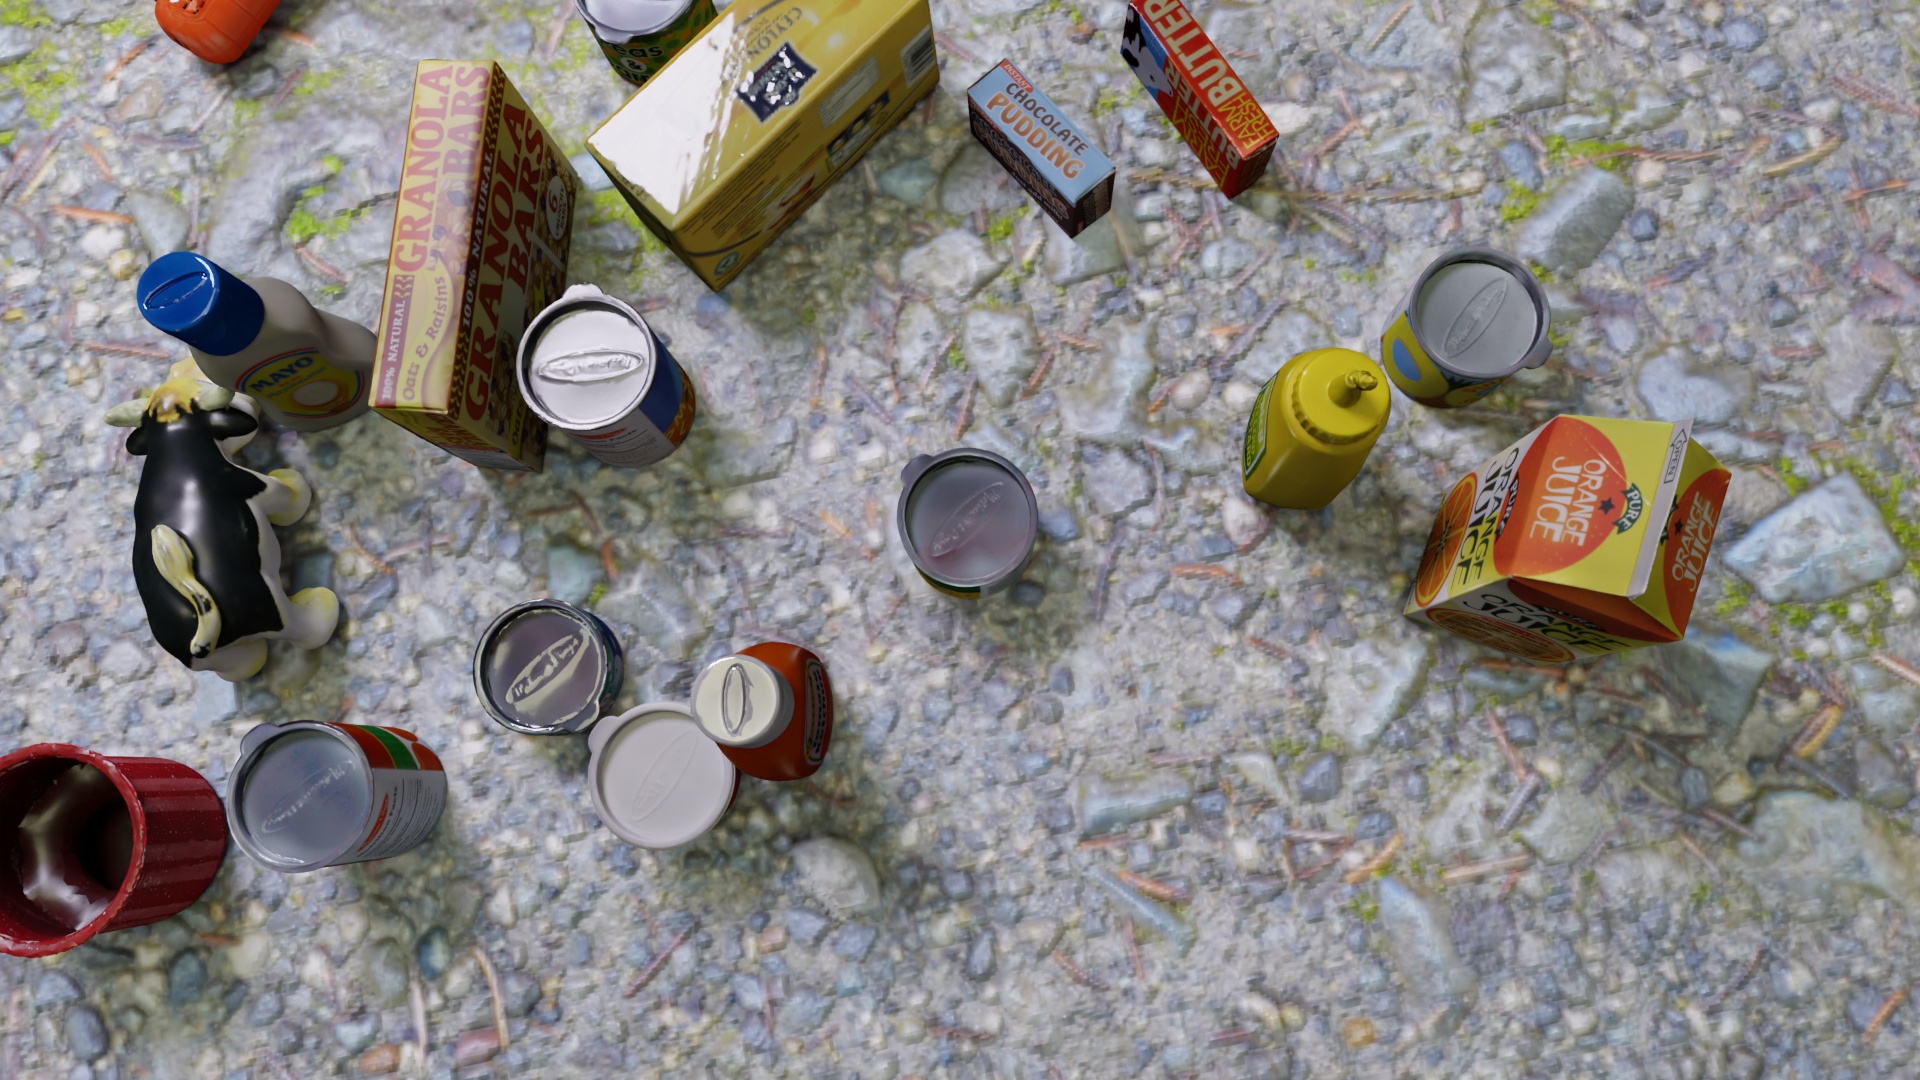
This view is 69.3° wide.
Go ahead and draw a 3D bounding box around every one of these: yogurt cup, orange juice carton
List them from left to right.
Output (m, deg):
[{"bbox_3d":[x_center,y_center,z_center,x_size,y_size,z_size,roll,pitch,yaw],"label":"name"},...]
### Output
[{"bbox_3d":[-0.136,0.112,0.661,0.072,0.054,0.072,0,80,2],"label":"yogurt cup"},{"bbox_3d":[0.260,0.003,0.597,0.073,0.192,0.072,20,82,5],"label":"orange juice carton"}]

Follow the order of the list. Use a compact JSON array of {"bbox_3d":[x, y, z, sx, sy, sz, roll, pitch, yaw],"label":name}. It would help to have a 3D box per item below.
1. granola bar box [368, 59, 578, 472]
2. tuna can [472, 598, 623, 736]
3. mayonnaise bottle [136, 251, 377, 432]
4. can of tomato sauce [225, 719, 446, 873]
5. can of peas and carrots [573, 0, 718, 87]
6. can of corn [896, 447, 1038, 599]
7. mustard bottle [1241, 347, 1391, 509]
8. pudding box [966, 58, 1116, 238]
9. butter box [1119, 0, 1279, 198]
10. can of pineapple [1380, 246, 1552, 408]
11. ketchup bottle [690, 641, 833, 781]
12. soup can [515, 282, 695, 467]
[{"bbox_3d":[-0.231,-0.127,0.671,0.039,0.124,0.165,3,80,3],"label":"granola bar box"},{"bbox_3d":[-0.200,0.065,0.682,0.071,0.033,0.071,0,80,2],"label":"tuna can"},{"bbox_3d":[-0.327,-0.093,0.656,0.065,0.148,0.041,-29,81,-3],"label":"mayonnaise bottle"},{"bbox_3d":[-0.290,0.118,0.650,0.071,0.083,0.071,0,80,2],"label":"can of tomato sauce"},{"bbox_3d":[-0.164,-0.277,0.728,0.071,0.058,0.071,0,80,2],"label":"can of peas and carrots"},{"bbox_3d":[0.002,-0.008,0.675,0.071,0.058,0.071,0,80,2],"label":"can of corn"},{"bbox_3d":[0.161,-0.055,0.627,0.049,0.160,0.065,10,81,4],"label":"mustard bottle"},{"bbox_3d":[0.041,-0.201,0.712,0.030,0.049,0.084,-41,81,-5],"label":"pudding box"},{"bbox_3d":[0.122,-0.230,0.713,0.024,0.053,0.103,-33,81,-3],"label":"butter box"},{"bbox_3d":[0.247,-0.102,0.684,0.071,0.058,0.071,0,80,2],"label":"can of pineapple"},{"bbox_3d":[-0.087,0.075,0.618,0.043,0.148,0.065,-1,81,2],"label":"ketchup bottle"},{"bbox_3d":[-0.171,-0.079,0.681,0.071,0.083,0.071,0,80,2],"label":"soup can"}]
